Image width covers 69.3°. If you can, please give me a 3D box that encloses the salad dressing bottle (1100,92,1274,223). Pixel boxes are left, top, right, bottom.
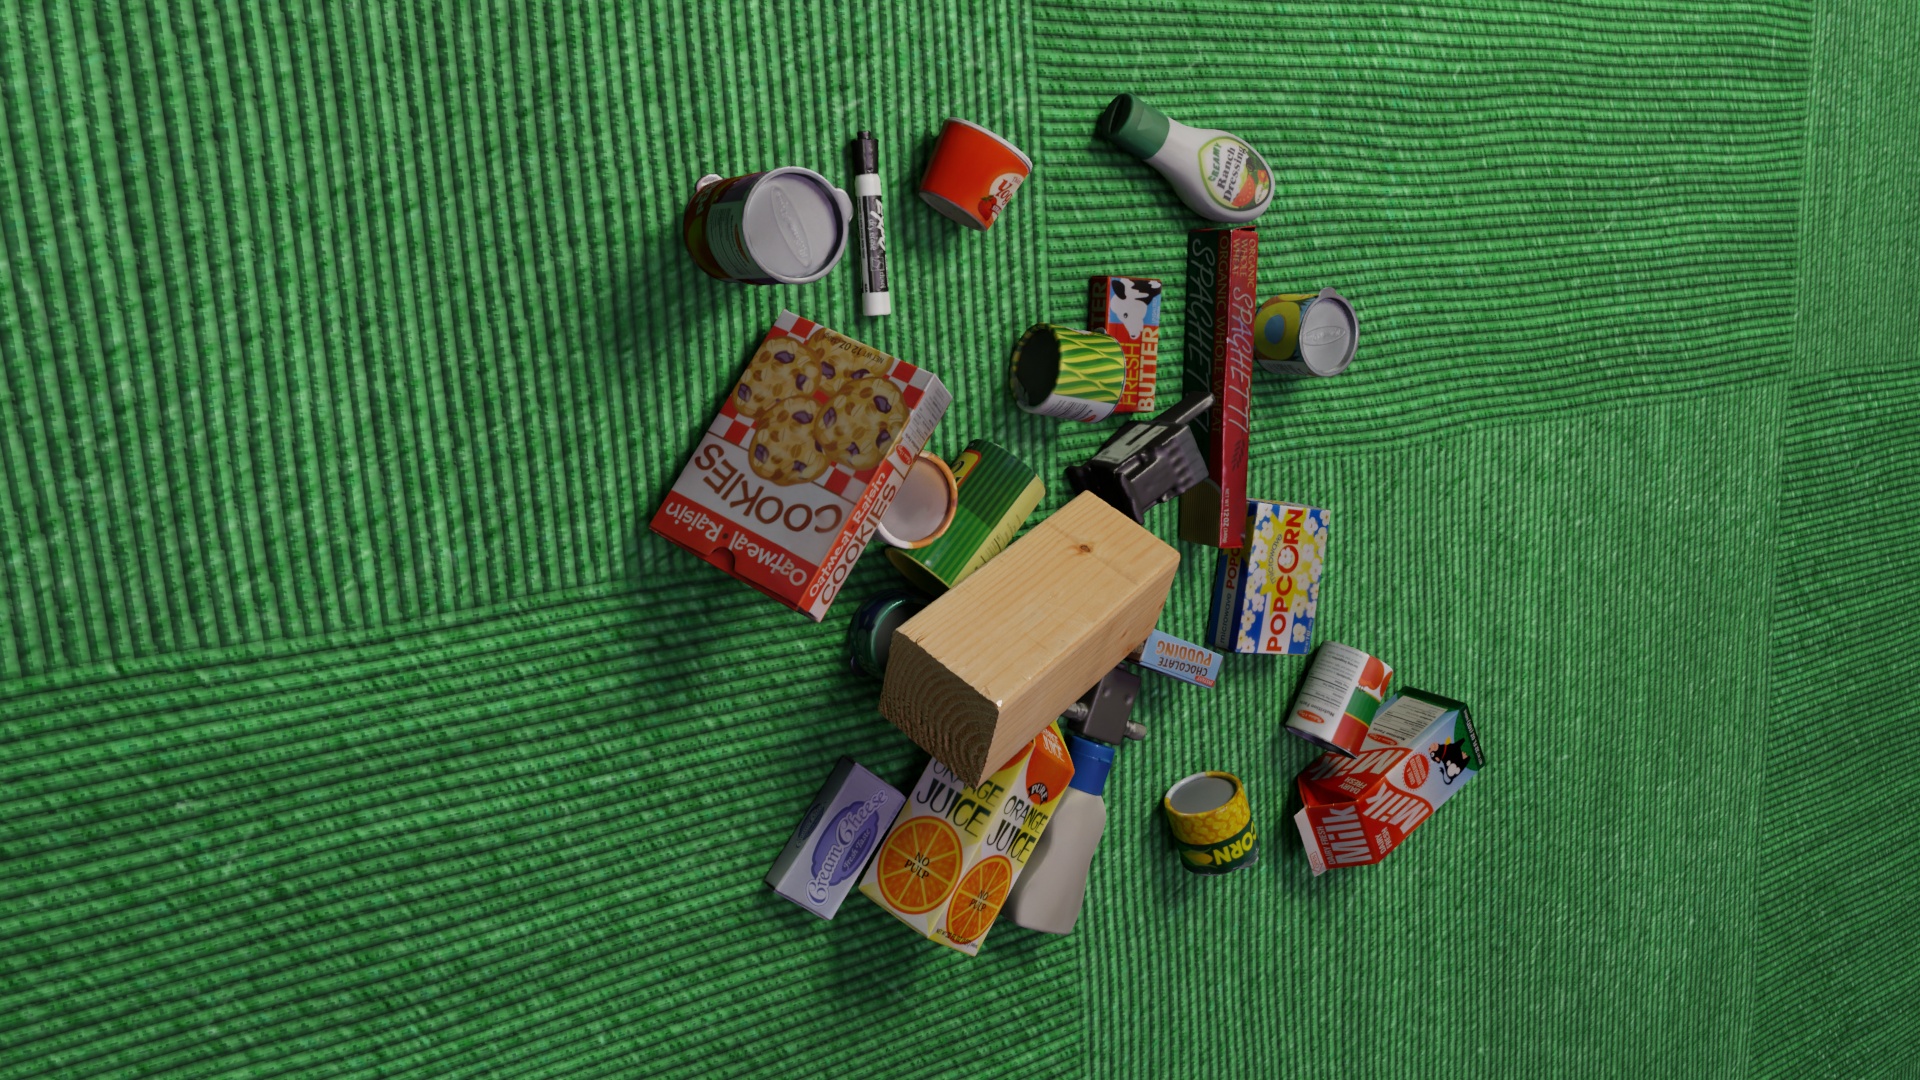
[{"bbox_3d":[0.171,-0.288,1.045,0.148,0.044,0.064,19,87,-32],"label":"salad dressing bottle"}]

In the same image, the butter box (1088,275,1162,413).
[{"bbox_3d":[0.123,-0.147,1.050,0.053,0.024,0.103,-2,99,-32],"label":"butter box"}]

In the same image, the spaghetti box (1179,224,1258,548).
[{"bbox_3d":[0.201,-0.119,1.087,0.029,0.050,0.249,-5,100,-32],"label":"spaghetti box"}]

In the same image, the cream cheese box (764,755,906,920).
[{"bbox_3d":[-0.087,0.210,0.977,0.053,0.024,0.104,39,77,-30],"label":"cream cheese box"}]

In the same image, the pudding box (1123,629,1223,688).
[{"bbox_3d":[0.159,0.090,1.095,0.084,0.049,0.030,22,85,-32],"label":"pudding box"}]

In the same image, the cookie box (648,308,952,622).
[{"bbox_3d":[-0.101,-0.049,0.870,0.167,0.123,0.040,-60,155,-9],"label":"cookie box"}]

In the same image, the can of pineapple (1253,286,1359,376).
[{"bbox_3d":[0.278,-0.168,1.122,0.071,0.058,0.071,-6,101,-31],"label":"can of pineapple"}]

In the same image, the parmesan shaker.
[{"bbox_3d":[0.003,-0.012,0.976,0.071,0.071,0.103,45,73,-29],"label":"parmesan shaker"}]

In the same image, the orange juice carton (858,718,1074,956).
[{"bbox_3d":[0.016,0.190,0.998,0.193,0.073,0.071,-60,142,-9],"label":"orange juice carton"}]

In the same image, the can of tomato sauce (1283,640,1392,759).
[{"bbox_3d":[0.326,0.137,1.196,0.071,0.071,0.083,30,81,-32],"label":"can of tomato sauce"}]

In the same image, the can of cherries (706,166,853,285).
[{"bbox_3d":[-0.106,-0.183,0.814,0.072,0.058,0.071,-5,99,-31],"label":"can of cherries"}]

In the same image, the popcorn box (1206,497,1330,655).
[{"bbox_3d":[0.255,0.030,1.151,0.085,0.038,0.126,5,95,-32],"label":"popcorn box"}]

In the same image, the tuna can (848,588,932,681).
[{"bbox_3d":[-0.044,0.070,0.977,0.071,0.033,0.071,-5,100,-31],"label":"tuna can"}]

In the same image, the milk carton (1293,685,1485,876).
[{"bbox_3d":[0.369,0.216,1.230,0.191,0.073,0.072,-33,114,-23],"label":"milk carton"}]

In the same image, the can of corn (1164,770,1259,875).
[{"bbox_3d":[0.207,0.230,1.134,0.071,0.071,0.058,-28,111,-25],"label":"can of corn"}]

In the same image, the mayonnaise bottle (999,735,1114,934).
[{"bbox_3d":[0.080,0.226,1.074,0.065,0.041,0.148,22,85,-34],"label":"mayonnaise bottle"}]

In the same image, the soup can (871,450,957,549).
[{"bbox_3d":[-0.048,-0.034,0.928,0.071,0.084,0.071,-5,100,-31],"label":"soup can"}]

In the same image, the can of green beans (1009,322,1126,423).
[{"bbox_3d":[0.076,-0.121,1.001,0.058,0.071,0.071,6,95,-32],"label":"can of green beans"}]

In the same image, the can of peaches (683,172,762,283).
[{"bbox_3d":[-0.133,-0.196,0.865,0.071,0.058,0.071,-6,102,-31],"label":"can of peaches"}]

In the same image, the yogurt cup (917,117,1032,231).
[{"bbox_3d":[0.007,-0.246,0.941,0.072,0.072,0.054,28,91,-32],"label":"yogurt cup"}]
